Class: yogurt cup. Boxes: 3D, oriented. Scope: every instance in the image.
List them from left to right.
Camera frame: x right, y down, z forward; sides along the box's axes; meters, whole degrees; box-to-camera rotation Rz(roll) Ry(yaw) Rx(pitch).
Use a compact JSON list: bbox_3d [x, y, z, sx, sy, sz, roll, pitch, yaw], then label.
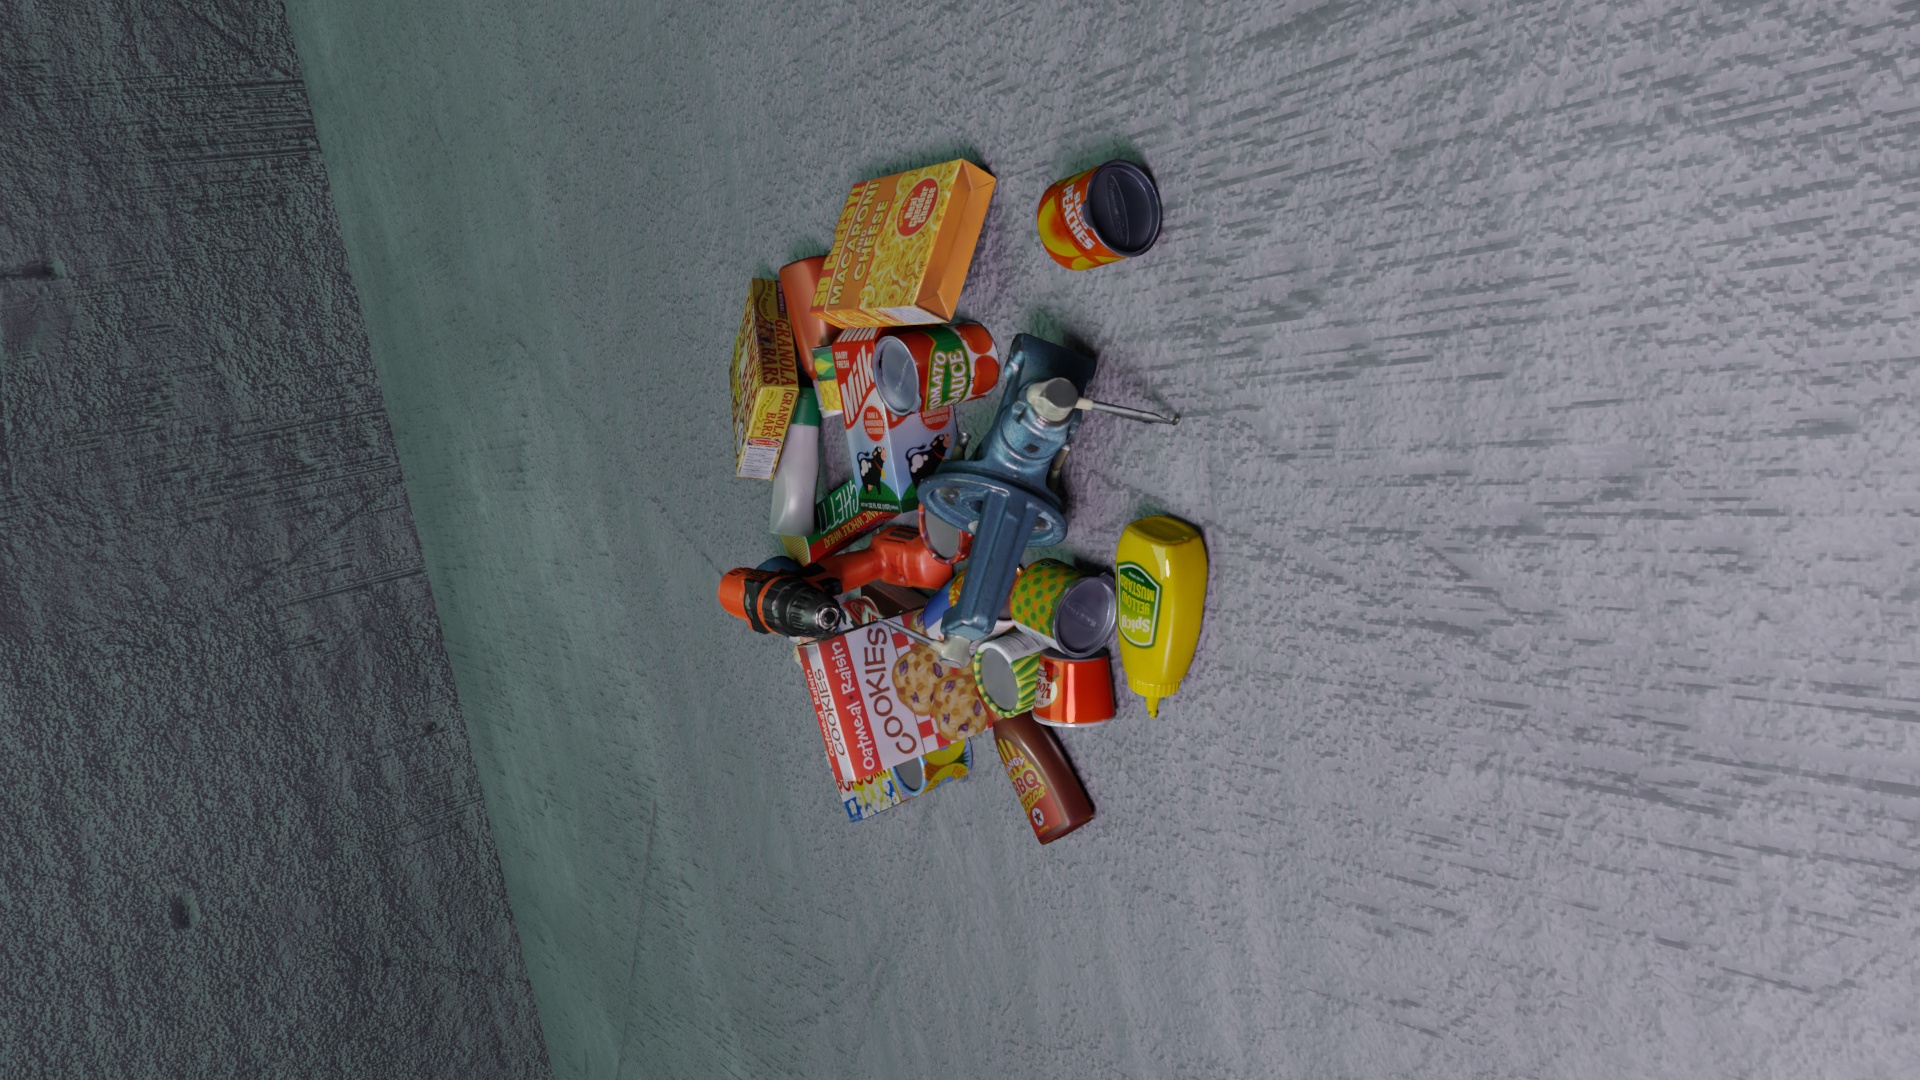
[{"bbox_3d":[0.091,0.115,1.110,0.072,0.072,0.054,11,105,53],"label":"yogurt cup"}]

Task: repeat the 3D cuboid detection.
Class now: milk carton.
[{"bbox_3d":[-0.057,-0.124,1.212,0.072,0.074,0.190,4,107,55],"label":"milk carton"}]

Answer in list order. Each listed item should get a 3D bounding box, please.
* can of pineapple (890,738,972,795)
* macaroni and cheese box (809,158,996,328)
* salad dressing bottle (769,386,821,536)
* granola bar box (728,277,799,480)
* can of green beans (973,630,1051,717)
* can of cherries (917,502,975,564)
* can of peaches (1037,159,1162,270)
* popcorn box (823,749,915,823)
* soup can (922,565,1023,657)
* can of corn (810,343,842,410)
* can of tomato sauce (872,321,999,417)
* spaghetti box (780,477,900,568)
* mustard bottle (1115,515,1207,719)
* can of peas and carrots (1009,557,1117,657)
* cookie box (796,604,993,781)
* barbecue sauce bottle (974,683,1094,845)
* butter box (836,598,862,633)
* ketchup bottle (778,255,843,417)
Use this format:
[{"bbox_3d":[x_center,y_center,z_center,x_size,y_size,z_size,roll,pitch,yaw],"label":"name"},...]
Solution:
[{"bbox_3d":[-0.029,0.206,1.328,0.071,0.058,0.070,28,126,47],"label":"can of pineapple"},{"bbox_3d":[-0.051,-0.239,1.135,0.166,0.040,0.124,8,78,54],"label":"macaroni and cheese box"},{"bbox_3d":[-0.161,-0.079,1.381,0.064,0.044,0.147,-164,80,-72],"label":"salad dressing bottle"},{"bbox_3d":[-0.195,-0.160,1.373,0.123,0.039,0.166,114,153,-43],"label":"granola bar box"},{"bbox_3d":[0.053,0.109,1.166,0.071,0.058,0.071,28,126,47],"label":"can of green beans"},{"bbox_3d":[0.004,-0.015,1.183,0.071,0.058,0.071,27,125,48],"label":"can of cherries"},{"bbox_3d":[0.093,-0.222,0.953,0.058,0.071,0.071,-1,103,57],"label":"can of peaches"},{"bbox_3d":[-0.090,0.240,1.449,0.126,0.038,0.085,-37,73,55],"label":"popcorn box"},{"bbox_3d":[0.016,0.055,1.193,0.083,0.071,0.071,-42,69,53],"label":"soup can"},{"bbox_3d":[-0.100,-0.153,1.269,0.071,0.071,0.058,4,108,55],"label":"can of corn"},{"bbox_3d":[-0.019,-0.141,1.140,0.071,0.083,0.071,28,126,47],"label":"can of tomato sauce"},{"bbox_3d":[-0.115,-0.023,1.382,0.249,0.029,0.050,-29,81,56],"label":"spaghetti box"},{"bbox_3d":[0.145,0.064,1.020,0.065,0.049,0.159,28,126,50],"label":"mustard bottle"},{"bbox_3d":[0.082,0.050,1.093,0.059,0.071,0.070,23,122,50],"label":"can of peas and carrots"},{"bbox_3d":[-0.048,0.127,1.221,0.040,0.168,0.123,-16,91,57],"label":"cookie box"},{"bbox_3d":[0.060,0.185,1.201,0.149,0.044,0.064,63,146,16],"label":"barbecue sauce bottle"},{"bbox_3d":[-0.107,0.116,1.433,0.053,0.024,0.103,43,136,38],"label":"butter box"},{"bbox_3d":[-0.132,-0.192,1.320,0.064,0.044,0.148,-5,100,58],"label":"ketchup bottle"}]
